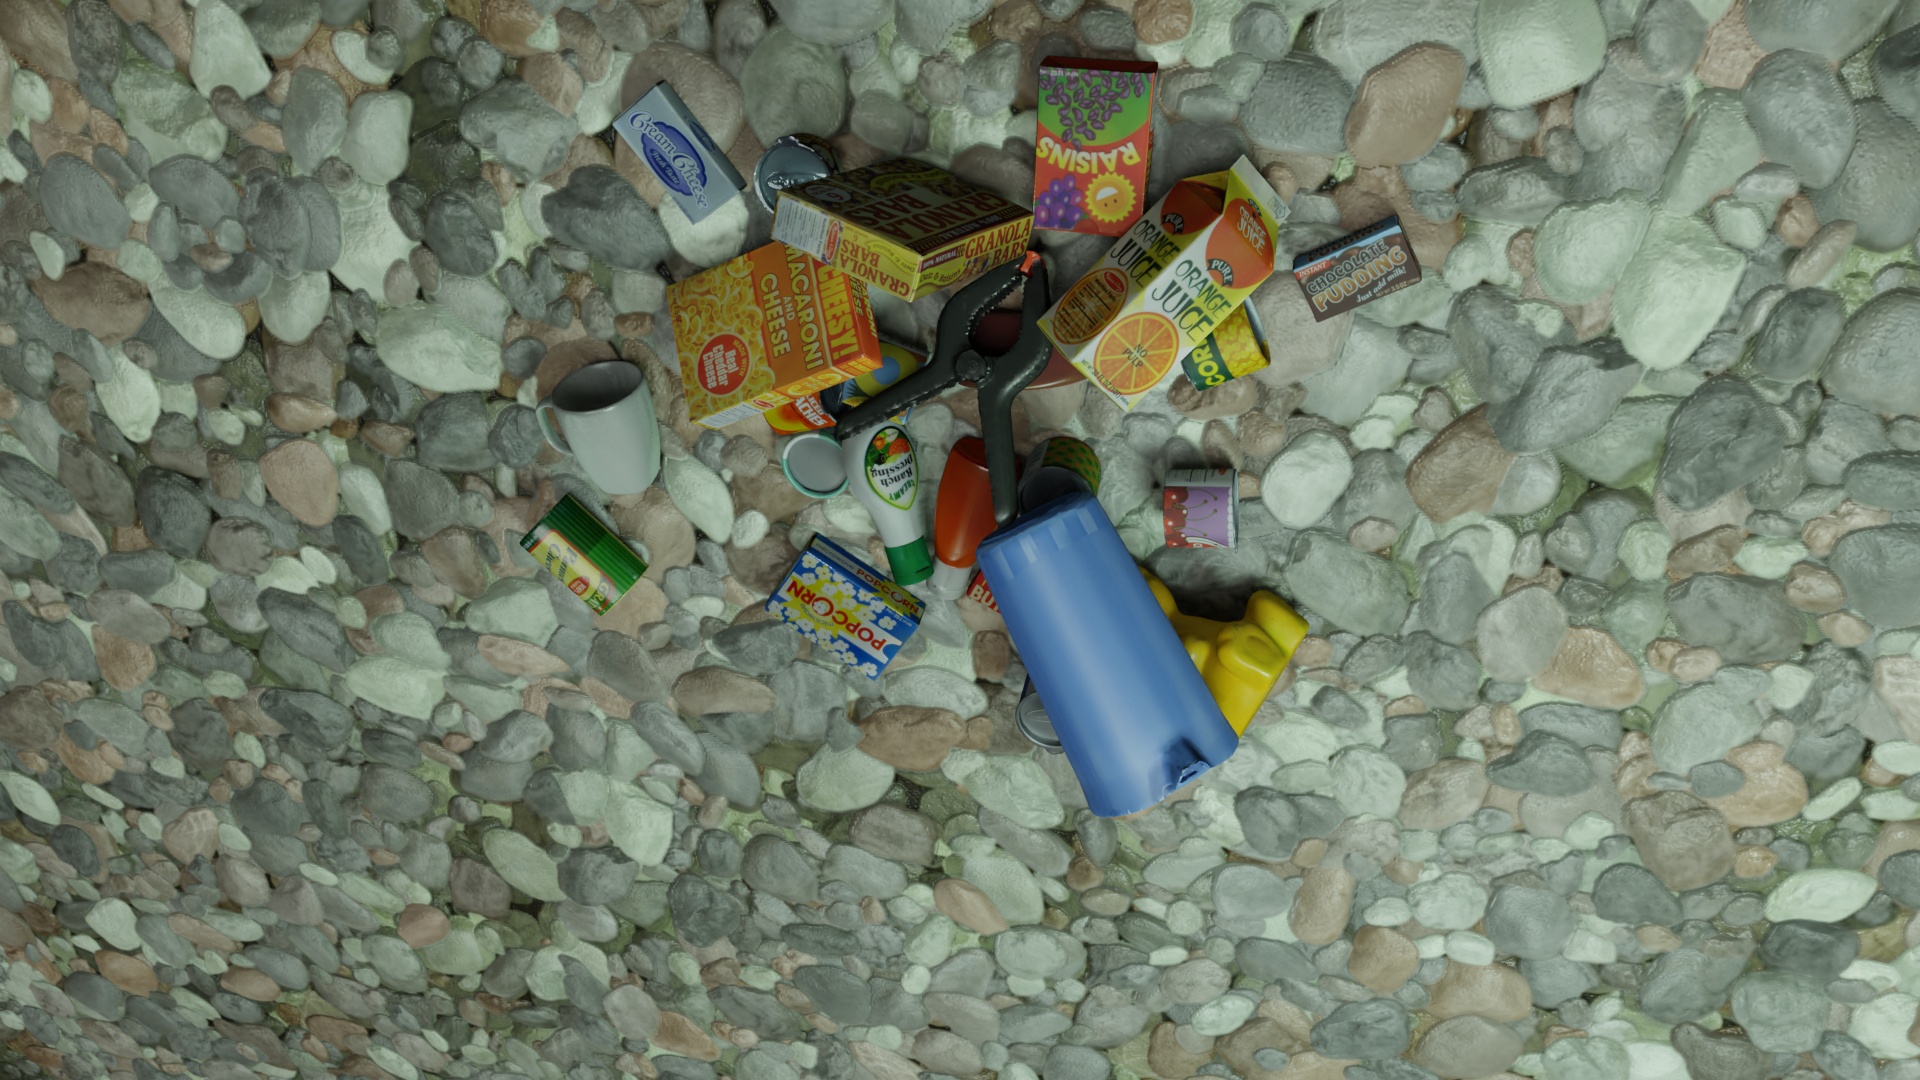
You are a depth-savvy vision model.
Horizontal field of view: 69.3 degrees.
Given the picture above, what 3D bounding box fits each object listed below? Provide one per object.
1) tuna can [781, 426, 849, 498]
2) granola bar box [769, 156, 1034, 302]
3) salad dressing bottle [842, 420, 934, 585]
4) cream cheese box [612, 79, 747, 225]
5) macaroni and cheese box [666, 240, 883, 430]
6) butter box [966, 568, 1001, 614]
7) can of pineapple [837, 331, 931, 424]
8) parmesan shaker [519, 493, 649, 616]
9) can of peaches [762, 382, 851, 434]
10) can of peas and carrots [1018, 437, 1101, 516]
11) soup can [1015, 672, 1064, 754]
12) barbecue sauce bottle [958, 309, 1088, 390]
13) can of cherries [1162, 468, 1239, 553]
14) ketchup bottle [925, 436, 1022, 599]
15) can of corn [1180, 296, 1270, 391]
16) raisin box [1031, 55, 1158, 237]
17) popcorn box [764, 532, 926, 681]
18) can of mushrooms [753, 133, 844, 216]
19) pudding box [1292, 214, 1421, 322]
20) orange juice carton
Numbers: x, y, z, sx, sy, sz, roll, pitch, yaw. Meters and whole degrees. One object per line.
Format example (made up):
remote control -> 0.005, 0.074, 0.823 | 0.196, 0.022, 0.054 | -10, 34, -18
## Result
tuna can -> -0.121, -0.070, 1.225 | 0.071, 0.033, 0.070 | 6, 121, 11
granola bar box -> -0.039, -0.232, 1.014 | 0.124, 0.166, 0.038 | 28, 124, 19
salad dressing bottle -> -0.059, -0.034, 1.206 | 0.044, 0.064, 0.147 | 6, 117, 52
cream cheese box -> -0.225, -0.310, 1.114 | 0.053, 0.024, 0.103 | -30, 109, 26
macaroni and cheese box -> -0.152, -0.175, 1.131 | 0.166, 0.040, 0.124 | -17, 76, 22
butter box -> 0.063, 0.050, 1.257 | 0.103, 0.024, 0.053 | 28, 122, -4
can of pineapple -> -0.062, -0.134, 1.153 | 0.058, 0.071, 0.070 | 21, 123, 0
parmesan shaker -> -0.357, 0.015, 1.313 | 0.103, 0.072, 0.071 | 44, 120, -13
can of peaches -> -0.132, -0.125, 1.174 | 0.058, 0.071, 0.071 | -9, 117, 19
can of peas and carrots -> 0.086, -0.045, 1.175 | 0.071, 0.059, 0.070 | 6, 122, 10
soup can -> 0.090, 0.141, 1.268 | 0.071, 0.084, 0.071 | 6, 121, 10
barbecue sauce bottle -> 0.071, -0.152, 1.124 | 0.148, 0.044, 0.064 | 5, 107, 10
can of cherries -> 0.200, -0.024, 1.153 | 0.058, 0.072, 0.071 | 0, 120, 14
ketchup bottle -> 0.004, -0.015, 1.220 | 0.065, 0.044, 0.148 | 24, 123, 9
can of corn -> 0.202, -0.155, 1.075 | 0.058, 0.071, 0.071 | -19, 114, 22
raisin box -> 0.100, -0.293, 1.037 | 0.086, 0.040, 0.122 | 7, 122, 9
popcorn box -> -0.108, 0.062, 1.297 | 0.126, 0.038, 0.085 | 34, 121, -7
can of mushrooms -> -0.127, -0.288, 1.098 | 0.071, 0.034, 0.070 | 6, 121, 11
pudding box -> 0.299, -0.205, 1.046 | 0.083, 0.030, 0.049 | -21, 112, 23
orange juice carton -> 0.157, -0.195, 1.031 | 0.192, 0.073, 0.071 | -44, 128, 11
